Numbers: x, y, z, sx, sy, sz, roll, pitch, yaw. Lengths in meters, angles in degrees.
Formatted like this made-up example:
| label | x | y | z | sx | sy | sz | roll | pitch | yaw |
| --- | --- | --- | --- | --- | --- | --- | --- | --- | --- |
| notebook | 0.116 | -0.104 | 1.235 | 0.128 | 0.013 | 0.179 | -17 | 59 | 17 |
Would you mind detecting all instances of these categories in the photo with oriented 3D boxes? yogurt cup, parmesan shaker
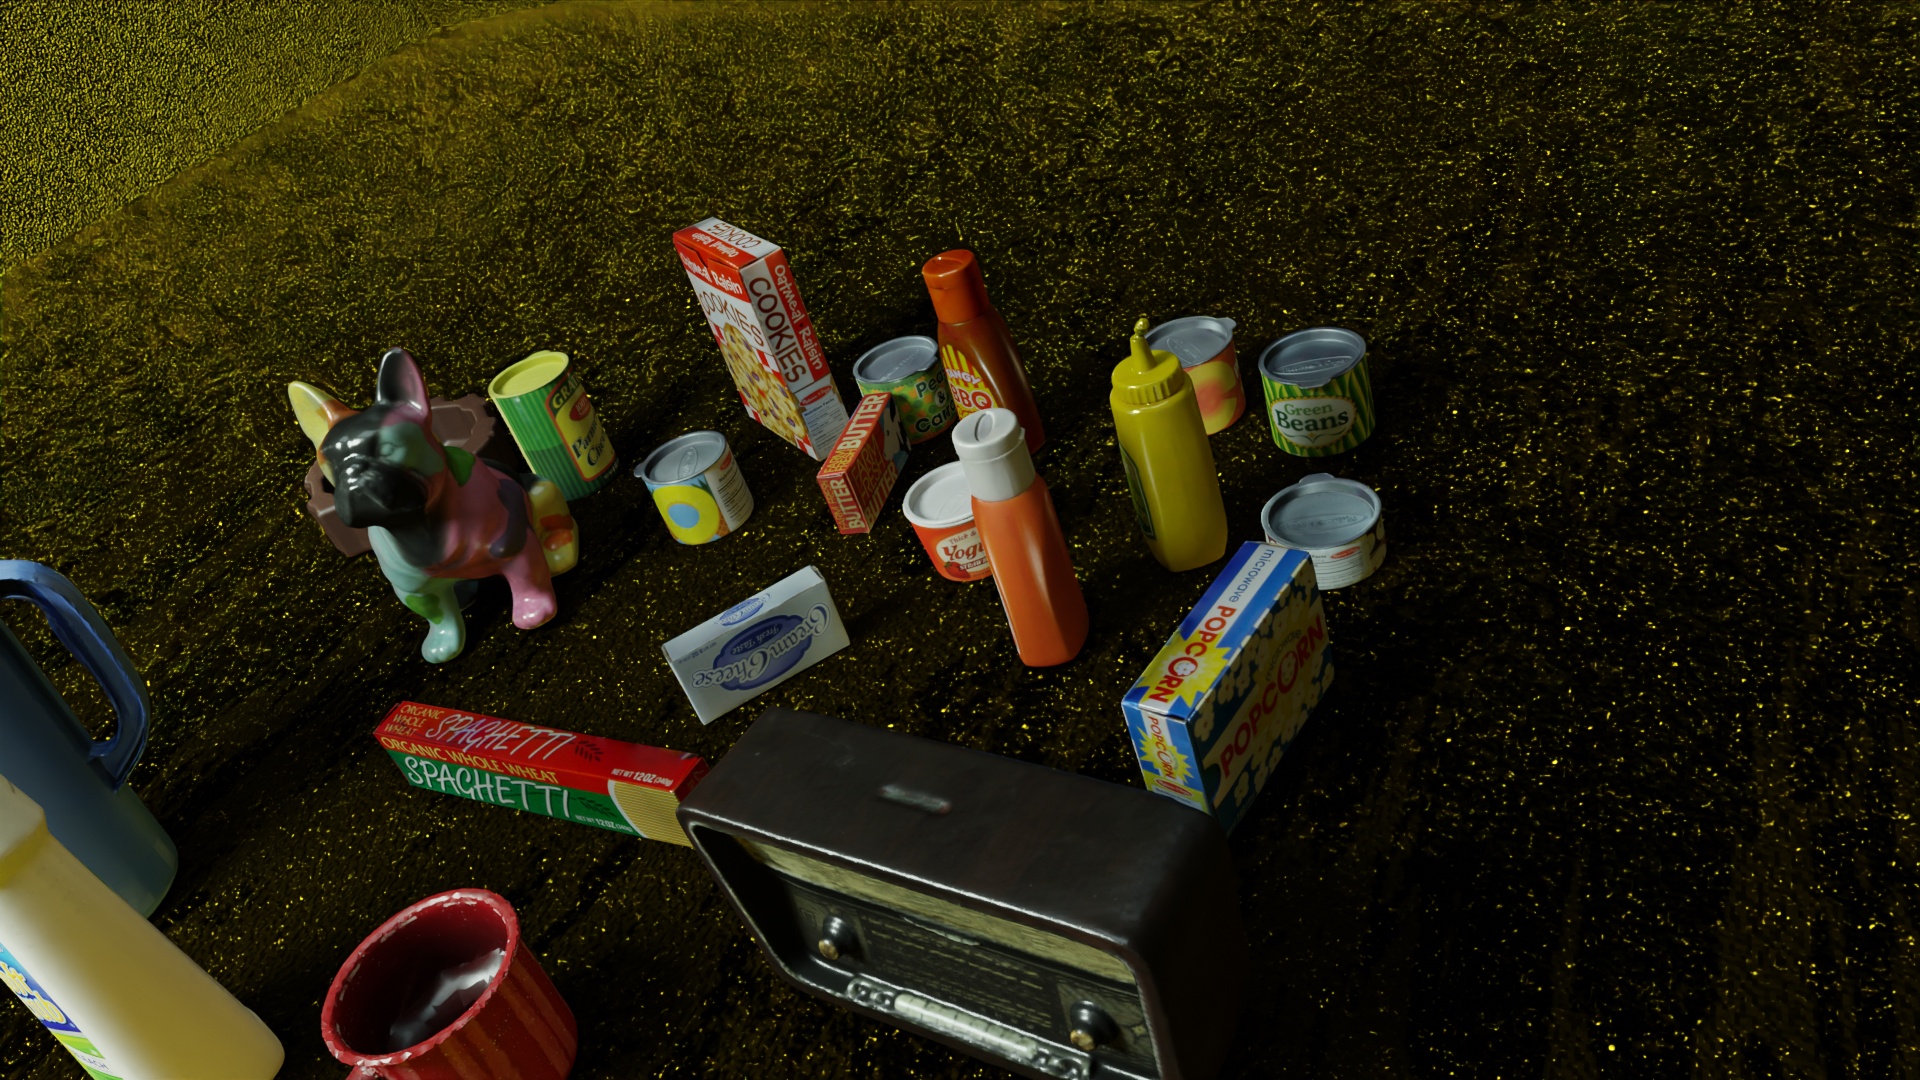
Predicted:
| label | x | y | z | sx | sy | sz | roll | pitch | yaw |
| --- | --- | --- | --- | --- | --- | --- | --- | --- | --- |
| yogurt cup | 0.003 | -0.011 | 0.882 | 0.072 | 0.053 | 0.073 | -13 | 34 | 9 |
| parmesan shaker | -0.323 | -0.092 | 1.114 | 0.071 | 0.102 | 0.072 | -13 | 34 | 9 |

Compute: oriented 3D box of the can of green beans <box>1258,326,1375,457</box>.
| label | x | y | z | sx | sy | sz | roll | pitch | yaw |
| --- | --- | --- | --- | --- | --- | --- | --- | --- | --- |
| can of green beans | 0.227 | -0.094 | 0.884 | 0.071 | 0.057 | 0.071 | -13 | 34 | 9 |

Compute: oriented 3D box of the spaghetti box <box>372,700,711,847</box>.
| label | x | y | z | sx | sy | sz | roll | pitch | yaw |
| --- | --- | --- | --- | --- | --- | --- | --- | --- | --- |
| spaghetti box | -0.242 | 0.133 | 0.803 | 0.250 | 0.050 | 0.029 | 4 | 40 | 31 |

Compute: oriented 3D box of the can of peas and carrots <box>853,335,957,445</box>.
| label | x | y | z | sx | sy | sz | roll | pitch | yaw |
| --- | --- | --- | --- | --- | --- | --- | --- | --- | --- |
| can of peas and carrots | -0.038 | -0.112 | 1.041 | 0.071 | 0.058 | 0.071 | -13 | 34 | 9 |

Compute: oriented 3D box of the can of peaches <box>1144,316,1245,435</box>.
| label | x | y | z | sx | sy | sz | roll | pitch | yaw |
| --- | --- | --- | --- | --- | --- | --- | --- | --- | --- |
| can of peaches | 0.159 | -0.111 | 0.943 | 0.071 | 0.057 | 0.071 | -13 | 34 | 9 |

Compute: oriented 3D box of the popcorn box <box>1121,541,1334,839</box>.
| label | x | y | z | sx | sy | sz | roll | pitch | yaw |
| --- | --- | --- | --- | --- | --- | --- | --- | --- | --- |
| popcorn box | 0.133 | 0.071 | 0.673 | 0.038 | 0.085 | 0.127 | 12 | 45 | 38 |

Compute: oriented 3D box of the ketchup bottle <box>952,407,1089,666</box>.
| label | x | y | z | sx | sy | sz | roll | pitch | yaw |
| --- | --- | --- | --- | --- | --- | --- | --- | --- | --- |
| ketchup bottle | 0.034 | -0.003 | 0.770 | 0.043 | 0.148 | 0.065 | -10 | 35 | 15 |

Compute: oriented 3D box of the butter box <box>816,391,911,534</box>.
| label | x | y | z | sx | sy | sz | roll | pitch | yaw |
| --- | --- | --- | --- | --- | --- | --- | --- | --- | --- |
| butter box | -0.066 | -0.055 | 0.980 | 0.024 | 0.053 | 0.104 | -4 | 37 | 23 |

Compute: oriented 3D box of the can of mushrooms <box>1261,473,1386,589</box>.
| label | x | y | z | sx | sy | sz | roll | pitch | yaw |
| --- | --- | --- | --- | --- | --- | --- | --- | --- | --- |
| can of mushrooms | 0.207 | -0.005 | 0.791 | 0.071 | 0.033 | 0.071 | -13 | 34 | 9 |

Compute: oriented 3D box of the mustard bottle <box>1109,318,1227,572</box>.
| label | x | y | z | sx | sy | sz | roll | pitch | yaw |
| --- | --- | --- | --- | --- | --- | --- | --- | --- | --- |
| mustard bottle | 0.116 | -0.058 | 0.797 | 0.049 | 0.159 | 0.065 | -20 | 34 | 0 |

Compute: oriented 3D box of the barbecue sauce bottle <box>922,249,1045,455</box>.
| label | x | y | z | sx | sy | sz | roll | pitch | yaw |
| --- | --- | --- | --- | --- | --- | --- | --- | --- | --- |
| barbecue sauce bottle | 0.013 | -0.126 | 0.955 | 0.044 | 0.148 | 0.065 | -39 | 38 | -26 |

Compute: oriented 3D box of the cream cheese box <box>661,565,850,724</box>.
| label | x | y | z | sx | sy | sz | roll | pitch | yaw |
| --- | --- | --- | --- | --- | --- | --- | --- | --- | --- |
| cream cheese box | -0.122 | 0.063 | 0.840 | 0.104 | 0.053 | 0.024 | -29 | 35 | -14 |

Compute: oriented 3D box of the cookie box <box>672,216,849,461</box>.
| label | x | y | z | sx | sy | sz | roll | pitch | yaw |
| --- | --- | --- | --- | --- | --- | --- | --- | --- | --- |
| cookie box | -0.150 | -0.154 | 1.059 | 0.040 | 0.166 | 0.123 | -33 | 36 | -19 |

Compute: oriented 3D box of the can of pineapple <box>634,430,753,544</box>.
| label | x | y | z | sx | sy | sz | roll | pitch | yaw |
| --- | --- | --- | --- | --- | --- | --- | --- | --- | --- |
| can of pineapple | -0.193 | -0.038 | 1.015 | 0.071 | 0.057 | 0.071 | -13 | 34 | 9 |
